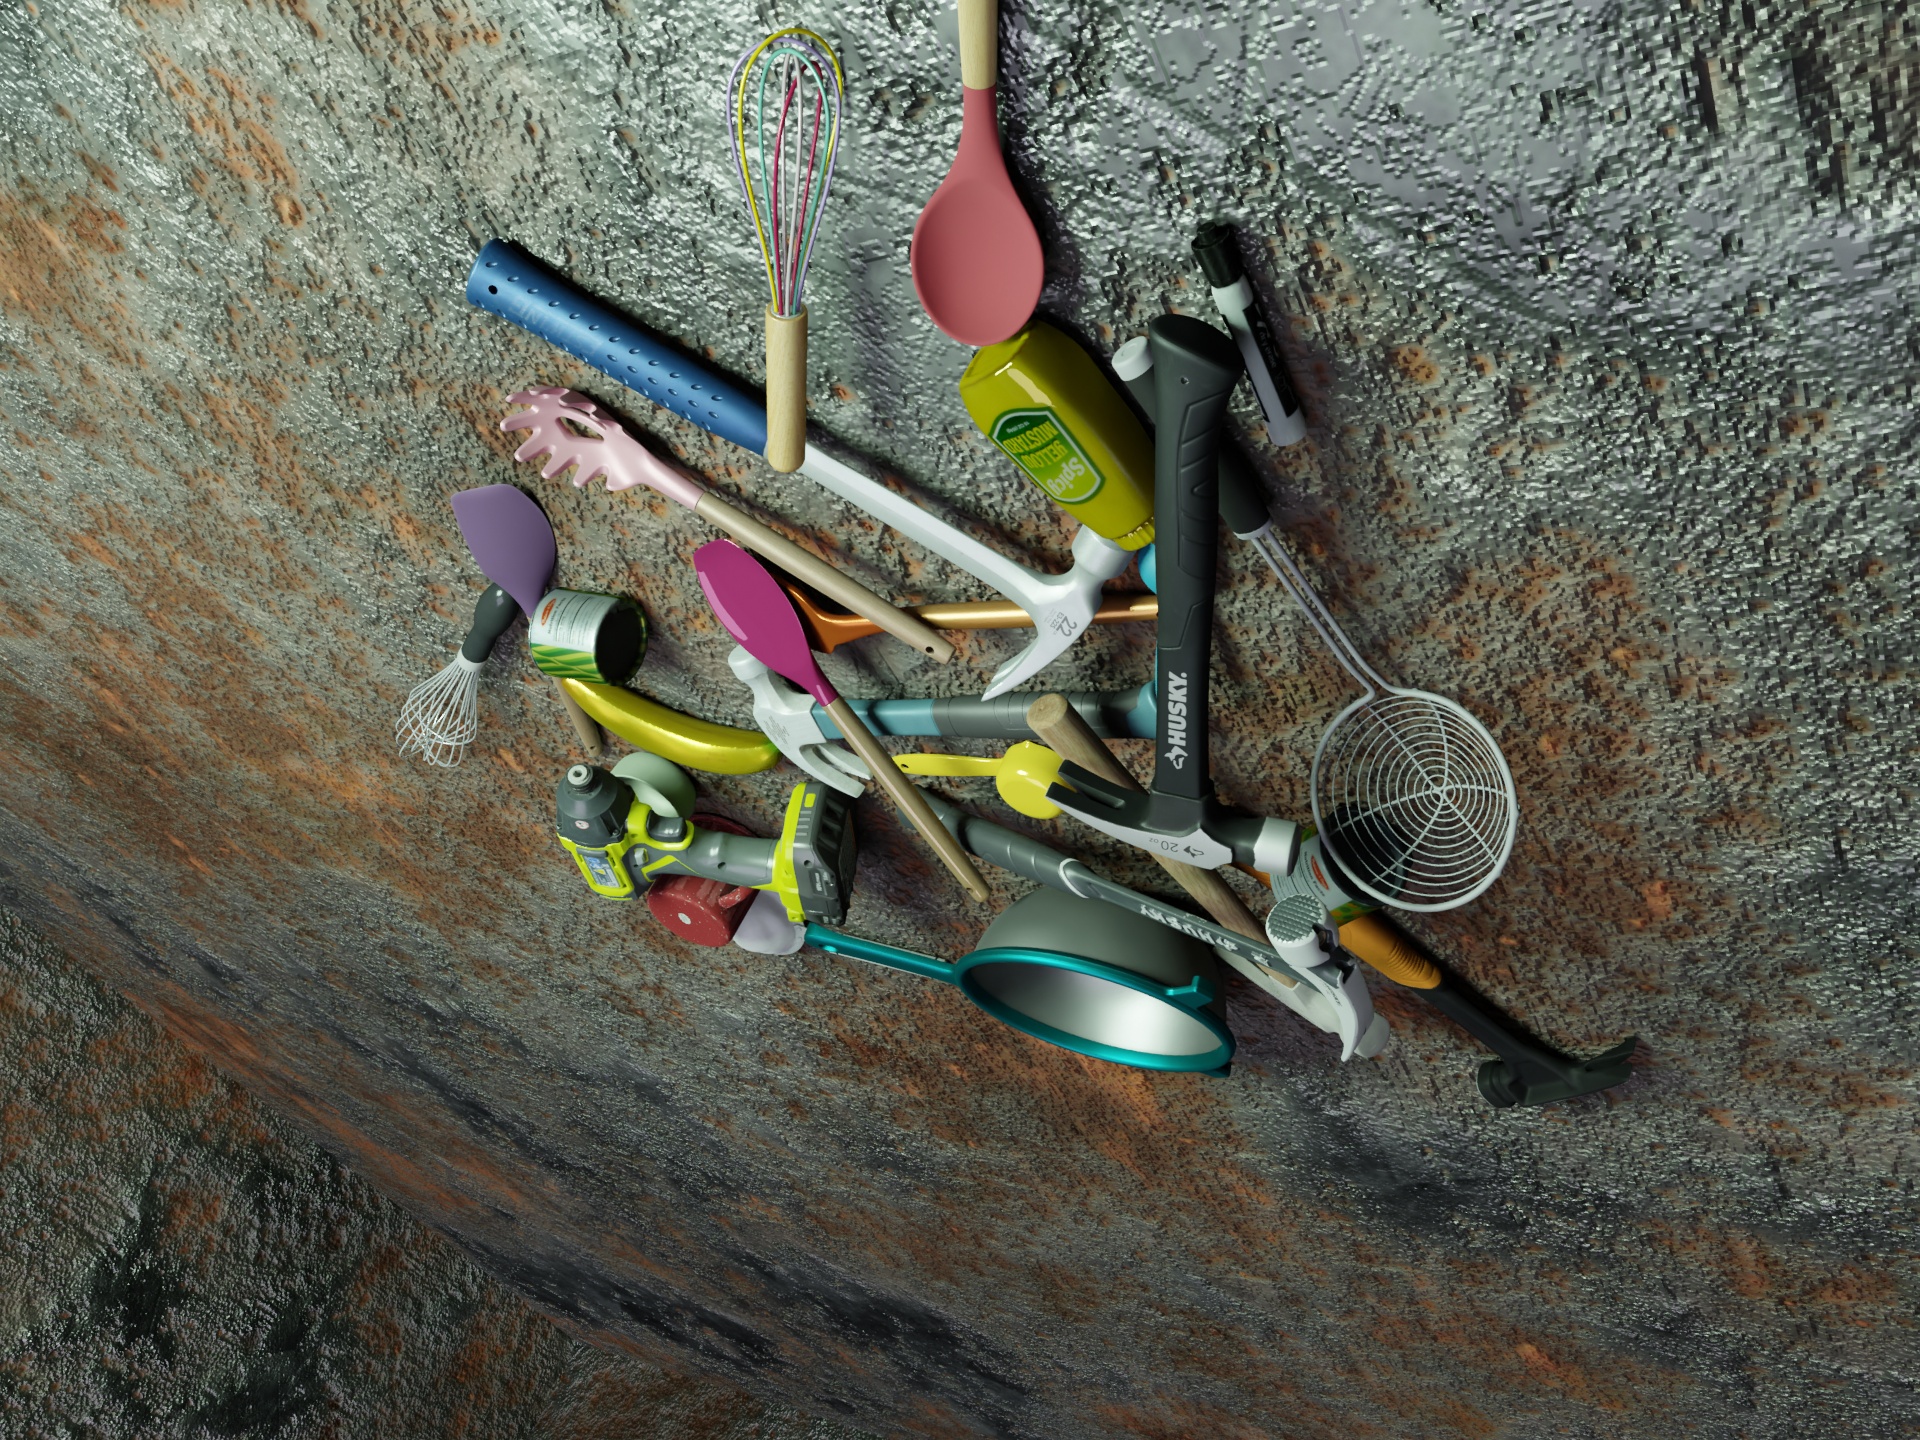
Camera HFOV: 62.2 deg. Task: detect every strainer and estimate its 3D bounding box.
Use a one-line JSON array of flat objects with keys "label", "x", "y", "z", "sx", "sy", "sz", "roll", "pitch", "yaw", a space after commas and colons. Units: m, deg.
[{"label": "strainer", "x": -0.118, "y": 0.196, "z": 1.413, "sx": 0.258, "sy": 0.050, "sz": 0.086, "roll": 11, "pitch": 129, "yaw": 16}, {"label": "strainer", "x": 0.049, "y": 0.167, "z": 1.197, "sx": 0.340, "sy": 0.095, "sz": 0.210, "roll": 11, "pitch": 154, "yaw": 19}]

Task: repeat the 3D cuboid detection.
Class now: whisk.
[{"label": "whisk", "x": -0.084, "y": -0.226, "z": 0.803, "sx": 0.051, "sy": 0.047, "sz": 0.244, "roll": 27, "pitch": 140, "yaw": 18}, {"label": "whisk", "x": -0.401, "y": -0.036, "z": 1.285, "sx": 0.070, "sy": 0.070, "sz": 0.284, "roll": 35, "pitch": 141, "yaw": -11}]

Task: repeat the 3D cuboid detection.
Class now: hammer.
[{"label": "hammer", "x": 0.096, "y": 0.112, "z": 1.050, "sx": 0.409, "sy": 0.036, "sz": 0.149, "roll": 19, "pitch": 154, "yaw": 47}, {"label": "hammer", "x": 0.151, "y": 0.098, "z": 1.034, "sx": 0.331, "sy": 0.031, "sz": 0.130, "roll": 46, "pitch": 171, "yaw": -26}, {"label": "hammer", "x": -0.102, "y": -0.153, "z": 0.922, "sx": 0.405, "sy": 0.035, "sz": 0.144, "roll": 30, "pitch": 130, "yaw": -1}, {"label": "hammer", "x": 0.112, "y": -0.054, "z": 0.832, "sx": 0.146, "sy": 0.035, "sz": 0.334, "roll": 12, "pitch": 133, "yaw": 20}, {"label": "hammer", "x": -0.002, "y": -0.003, "z": 1.068, "sx": 0.331, "sy": 0.033, "sz": 0.128, "roll": -1, "pitch": 131, "yaw": 33}, {"label": "hammer", "x": 0.300, "y": 0.160, "z": 1.085, "sx": 0.336, "sy": 0.034, "sz": 0.127, "roll": 36, "pitch": 146, "yaw": -13}]

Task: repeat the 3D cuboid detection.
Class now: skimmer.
[{"label": "skimmer", "x": 0.180, "y": -0.042, "z": 0.848, "sx": 0.127, "sy": 0.090, "sz": 0.363, "roll": -12, "pitch": 130, "yaw": 44}]

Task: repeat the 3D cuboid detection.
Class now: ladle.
[{"label": "ladle", "x": 0.006, "y": -0.299, "z": 0.684, "sx": 0.069, "sy": 0.031, "sz": 0.315, "roll": 14, "pitch": 142, "yaw": 14}]

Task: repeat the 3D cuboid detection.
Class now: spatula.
[{"label": "spatula", "x": -0.009, "y": -0.072, "z": 0.999, "sx": 0.323, "sy": 0.041, "sz": 0.080, "roll": 0, "pitch": 137, "yaw": 28}, {"label": "spatula", "x": -0.312, "y": -0.066, "z": 1.205, "sx": 0.060, "sy": 0.018, "sz": 0.315, "roll": -11, "pitch": 144, "yaw": -5}]

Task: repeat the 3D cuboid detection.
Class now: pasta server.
[{"label": "pasta server", "x": -0.142, "y": -0.118, "z": 0.987, "sx": 0.316, "sy": 0.040, "sz": 0.060, "roll": 32, "pitch": 131, "yaw": 4}]

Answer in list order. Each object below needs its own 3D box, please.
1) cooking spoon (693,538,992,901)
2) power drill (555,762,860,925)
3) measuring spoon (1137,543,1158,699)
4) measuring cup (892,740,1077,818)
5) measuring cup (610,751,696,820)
[{"label": "cooking spoon", "x": -0.073, "y": 0.005, "z": 1.081, "sx": 0.069, "sy": 0.017, "sz": 0.318, "roll": -19, "pitch": 116, "yaw": 43}, {"label": "power drill", "x": -0.197, "y": 0.092, "z": 1.235, "sx": 0.223, "sy": 0.080, "sz": 0.171, "roll": 6, "pitch": 149, "yaw": 5}, {"label": "measuring spoon", "x": 0.120, "y": -0.048, "z": 0.910, "sx": 0.042, "sy": 0.021, "sz": 0.128, "roll": 8, "pitch": 125, "yaw": 18}, {"label": "measuring cup", "x": 0.010, "y": 0.043, "z": 1.129, "sx": 0.156, "sy": 0.029, "sz": 0.062, "roll": 2, "pitch": 139, "yaw": 32}, {"label": "measuring cup", "x": -0.265, "y": 0.084, "z": 1.358, "sx": 0.083, "sy": 0.038, "sz": 0.167, "roll": 27, "pitch": 145, "yaw": 4}]
